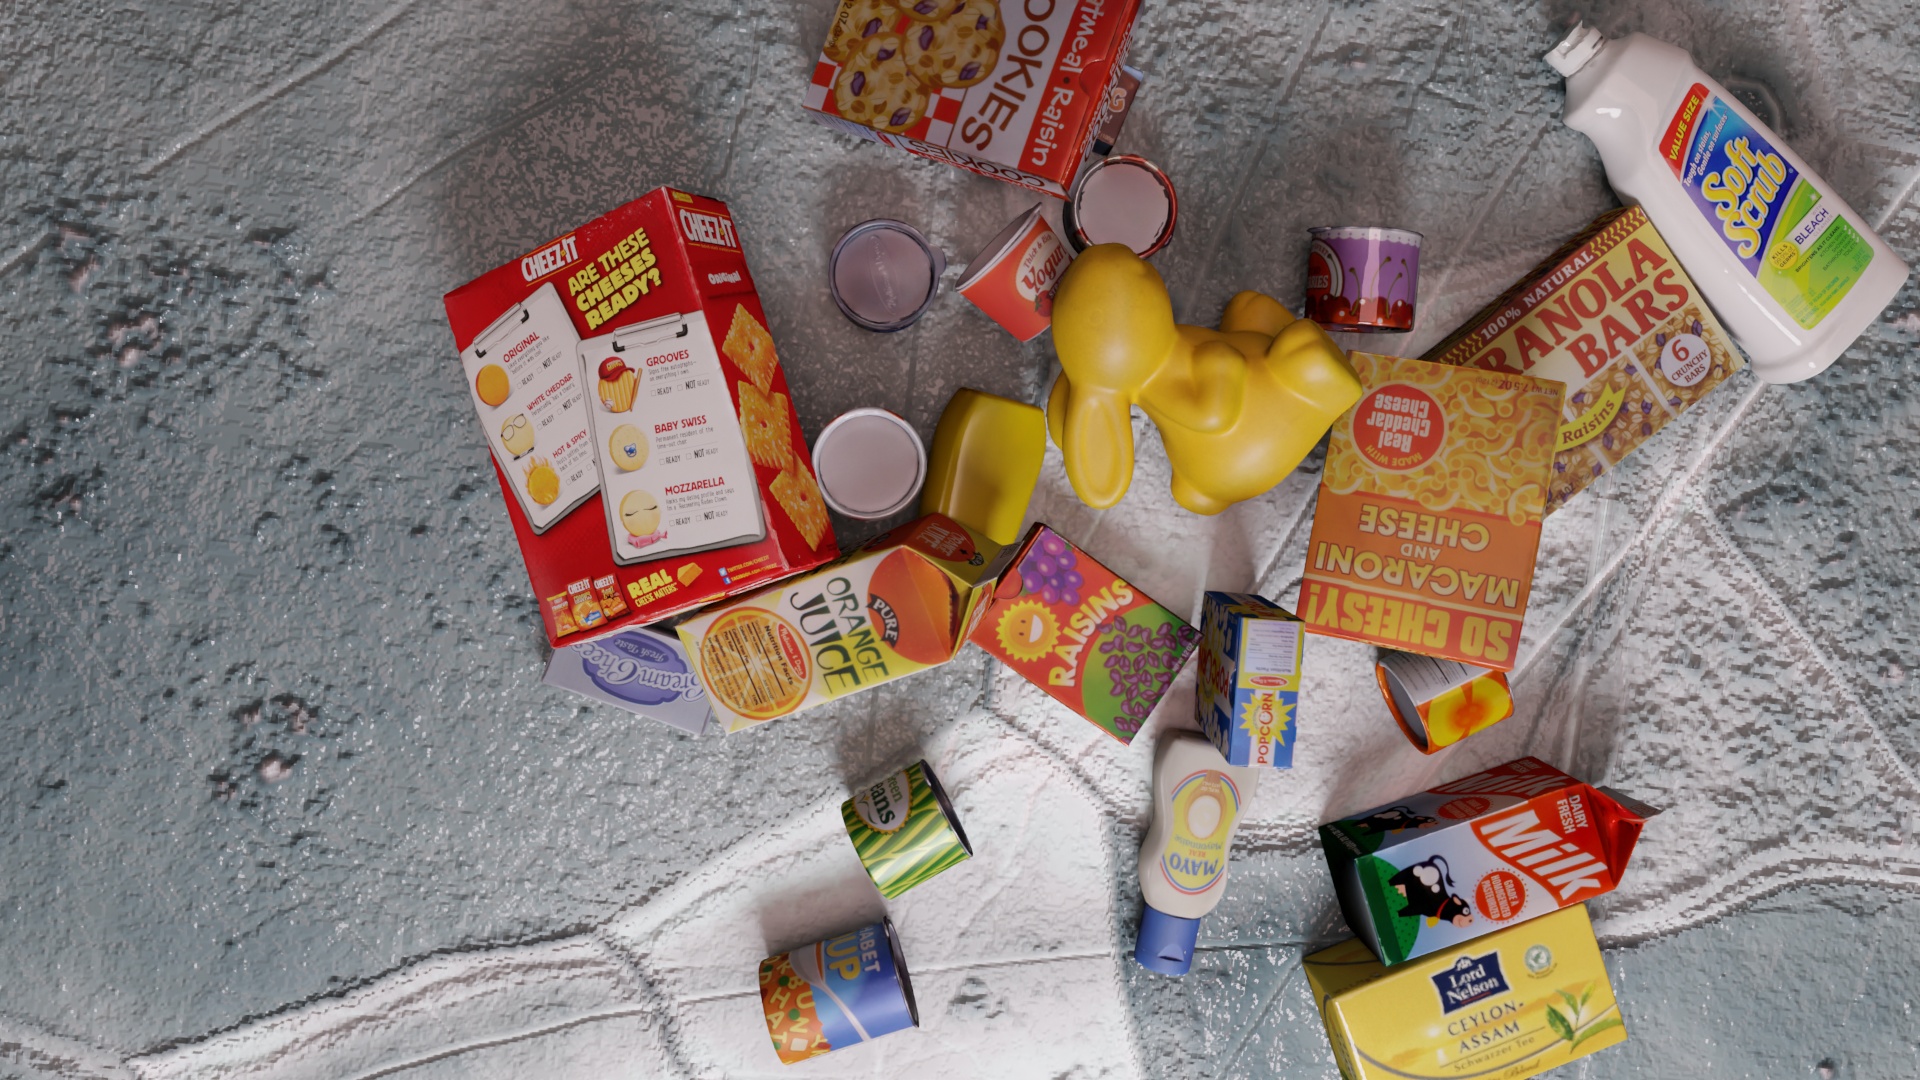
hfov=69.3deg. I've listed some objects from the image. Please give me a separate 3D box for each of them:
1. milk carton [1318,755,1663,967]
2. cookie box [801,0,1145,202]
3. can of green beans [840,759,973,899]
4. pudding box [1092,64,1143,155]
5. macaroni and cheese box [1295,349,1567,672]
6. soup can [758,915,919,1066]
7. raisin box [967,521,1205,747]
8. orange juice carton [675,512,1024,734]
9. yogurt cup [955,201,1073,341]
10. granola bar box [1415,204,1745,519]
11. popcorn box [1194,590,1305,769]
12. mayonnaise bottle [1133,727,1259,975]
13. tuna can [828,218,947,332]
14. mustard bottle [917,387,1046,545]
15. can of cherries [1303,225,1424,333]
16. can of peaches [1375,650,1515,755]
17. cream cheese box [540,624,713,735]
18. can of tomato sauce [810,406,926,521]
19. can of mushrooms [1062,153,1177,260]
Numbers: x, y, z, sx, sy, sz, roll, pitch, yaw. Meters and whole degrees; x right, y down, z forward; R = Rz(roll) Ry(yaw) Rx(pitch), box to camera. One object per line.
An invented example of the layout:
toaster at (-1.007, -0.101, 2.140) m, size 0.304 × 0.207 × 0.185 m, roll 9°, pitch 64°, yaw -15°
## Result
milk carton at (0.333, 0.192, 0.869) m, size 0.191 × 0.072 × 0.073 m, roll -18°, pitch 95°, yaw -3°
cookie box at (0.007, -0.280, 0.802) m, size 0.167 × 0.040 × 0.123 m, roll 21°, pitch 92°, yaw 15°
can of green beans at (-0.033, 0.176, 0.845) m, size 0.058 × 0.071 × 0.071 m, roll -28°, pitch 96°, yaw -1°
pudding box at (0.063, -0.274, 0.838) m, size 0.084 × 0.030 × 0.049 m, roll 23°, pitch 92°, yaw -6°
macaroni and cheese box at (0.270, -0.017, 0.805) m, size 0.124 × 0.040 × 0.166 m, roll 11°, pitch 84°, yaw 15°
soup can at (-0.075, 0.274, 0.849) m, size 0.084 × 0.071 × 0.071 m, roll -16°, pitch 95°, yaw -2°
raisin box at (0.074, 0.057, 0.858) m, size 0.123 × 0.040 × 0.086 m, roll 35°, pitch 92°, yaw -5°
orange juice carton at (-0.057, 0.041, 0.798) m, size 0.192 × 0.072 × 0.073 m, roll -20°, pitch 99°, yaw 19°
yogurt cup at (0.038, -0.156, 0.829) m, size 0.072 × 0.072 × 0.054 m, roll -46°, pitch 104°, yaw 0°
granola bar box at (0.382, -0.108, 0.868) m, size 0.165 × 0.039 × 0.124 m, roll -38°, pitch 96°, yaw 0°
popcorn box at (0.169, 0.079, 0.822) m, size 0.038 × 0.127 × 0.085 m, roll 4°, pitch 94°, yaw 1°
mayonnaise bottle at (0.142, 0.195, 0.871) m, size 0.065 × 0.041 × 0.148 m, roll 12°, pitch 93°, yaw -7°
tuna can at (-0.044, -0.159, 0.837) m, size 0.071 × 0.033 × 0.071 m, roll 0°, pitch 94°, yaw -4°
mustard bottle at (0.003, -0.011, 0.841) m, size 0.065 × 0.049 × 0.160 m, roll 14°, pitch 97°, yaw -25°
can of cherries at (0.241, -0.157, 0.841) m, size 0.071 × 0.071 × 0.058 m, roll 4°, pitch 95°, yaw -4°
can of peaches at (0.300, 0.094, 0.864) m, size 0.058 × 0.071 × 0.071 m, roll -25°, pitch 96°, yaw -2°
cream cheese box at (-0.196, 0.077, 0.847) m, size 0.104 × 0.024 × 0.053 m, roll 20°, pitch 93°, yaw -5°
can of tomato sauce at (-0.056, -0.045, 0.819) m, size 0.071 × 0.083 × 0.071 m, roll 0°, pitch 94°, yaw -4°
can of mushrooms at (0.099, -0.199, 0.844) m, size 0.071 × 0.033 × 0.071 m, roll 0°, pitch 93°, yaw -4°
